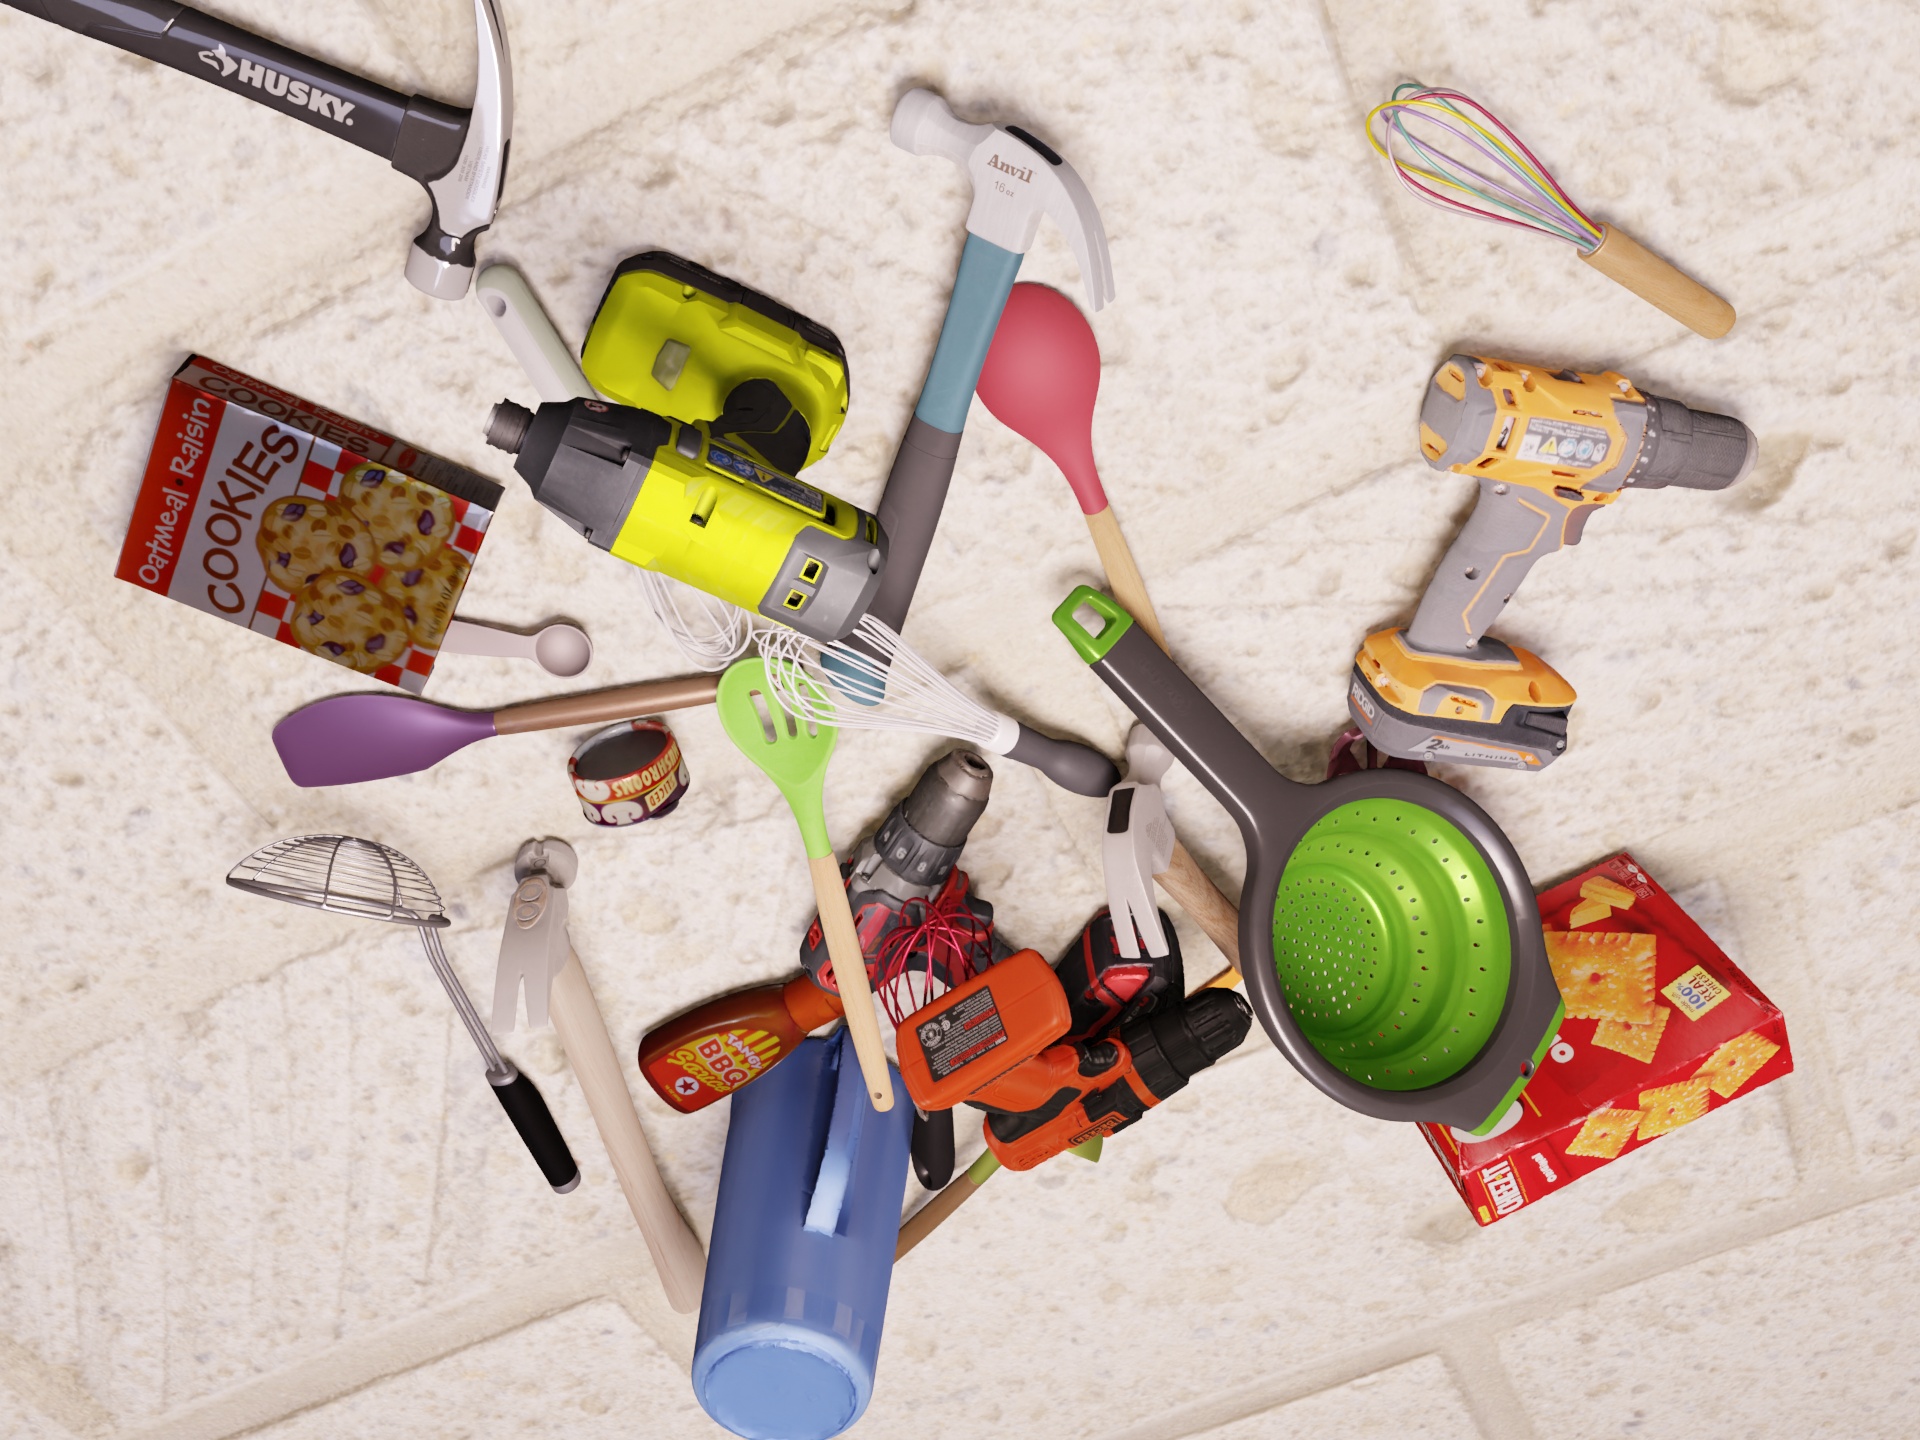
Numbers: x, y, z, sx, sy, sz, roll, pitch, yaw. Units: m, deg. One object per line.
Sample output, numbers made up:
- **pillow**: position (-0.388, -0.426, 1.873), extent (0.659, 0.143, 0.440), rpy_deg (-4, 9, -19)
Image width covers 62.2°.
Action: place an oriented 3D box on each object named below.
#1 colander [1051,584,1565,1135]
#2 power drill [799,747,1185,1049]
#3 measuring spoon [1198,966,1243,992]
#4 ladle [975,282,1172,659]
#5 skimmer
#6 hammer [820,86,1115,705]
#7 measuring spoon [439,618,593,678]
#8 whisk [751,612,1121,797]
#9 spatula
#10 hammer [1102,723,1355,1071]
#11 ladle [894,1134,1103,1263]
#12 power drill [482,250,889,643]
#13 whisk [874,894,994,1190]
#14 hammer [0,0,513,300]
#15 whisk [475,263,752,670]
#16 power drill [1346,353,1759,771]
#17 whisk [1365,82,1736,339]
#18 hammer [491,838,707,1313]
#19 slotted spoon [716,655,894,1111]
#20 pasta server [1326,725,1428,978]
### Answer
- **colander**: position (0.185, 0.078, 0.951), extent (0.397, 0.094, 0.204), rpy_deg (46, 68, -8)
- **power drill**: position (0.032, 0.127, 1.012), extent (0.226, 0.080, 0.187), rpy_deg (25, 117, -16)
- **measuring spoon**: position (0.164, 0.196, 1.107), extent (0.021, 0.011, 0.117), rpy_deg (33, 118, -24)
- **ladle**: position (0.084, -0.100, 0.900), extent (0.069, 0.031, 0.315), rpy_deg (-19, 124, 12)
- **skimmer**: position (-0.338, 0.208, 1.021), extent (0.127, 0.090, 0.362), rpy_deg (7, 131, 29)
- **hammer**: position (-0.016, -0.147, 0.840), extent (0.128, 0.033, 0.330), rpy_deg (27, 125, 10)
- **measuring spoon**: position (-0.271, -0.049, 0.911), extent (0.124, 0.018, 0.034), rpy_deg (8, 116, -2)
- **whisk**: position (-0.002, -0.003, 0.904), extent (0.284, 0.070, 0.070), rpy_deg (24, 119, -41)
- **spatula**: position (-0.248, -0.004, 0.935), extent (0.316, 0.018, 0.059), rpy_deg (-8, 122, 1)
- **hammer**: position (0.184, 0.149, 1.031), extent (0.031, 0.130, 0.331), rpy_deg (-10, 137, 37)
- **ladle**: position (-0.003, 0.343, 1.124), extent (0.078, 0.062, 0.320), rpy_deg (27, 130, -13)
- **power drill**: position (-0.122, -0.136, 0.739), extent (0.171, 0.223, 0.080), rpy_deg (23, 117, -18)
- **whisk**: position (-0.016, 0.210, 0.988), extent (0.073, 0.073, 0.295), rpy_deg (-2, 134, -4)
- **hammer**: position (-0.367, -0.319, 0.714), extent (0.334, 0.035, 0.146), rpy_deg (19, 120, -16)
- **whisk**: position (-0.183, -0.129, 0.847), extent (0.058, 0.059, 0.246), rpy_deg (-9, 123, 34)
- **power drill**: position (0.331, -0.086, 0.901), extent (0.185, 0.084, 0.226), rpy_deg (6, 117, -10)
- **whisk**: position (0.306, -0.256, 0.815), extent (0.244, 0.051, 0.047), rpy_deg (22, 139, -22)
- **hammer**: position (-0.228, 0.276, 1.056), extent (0.038, 0.146, 0.410), rpy_deg (-9, 127, 0)
- **slotted spoon**: position (-0.080, 0.102, 0.955), extent (0.070, 0.031, 0.313), rpy_deg (-7, 111, 15)
- **pasta server**: position (0.275, 0.125, 1.053), extent (0.060, 0.040, 0.316), rpy_deg (-3, 125, 11)
